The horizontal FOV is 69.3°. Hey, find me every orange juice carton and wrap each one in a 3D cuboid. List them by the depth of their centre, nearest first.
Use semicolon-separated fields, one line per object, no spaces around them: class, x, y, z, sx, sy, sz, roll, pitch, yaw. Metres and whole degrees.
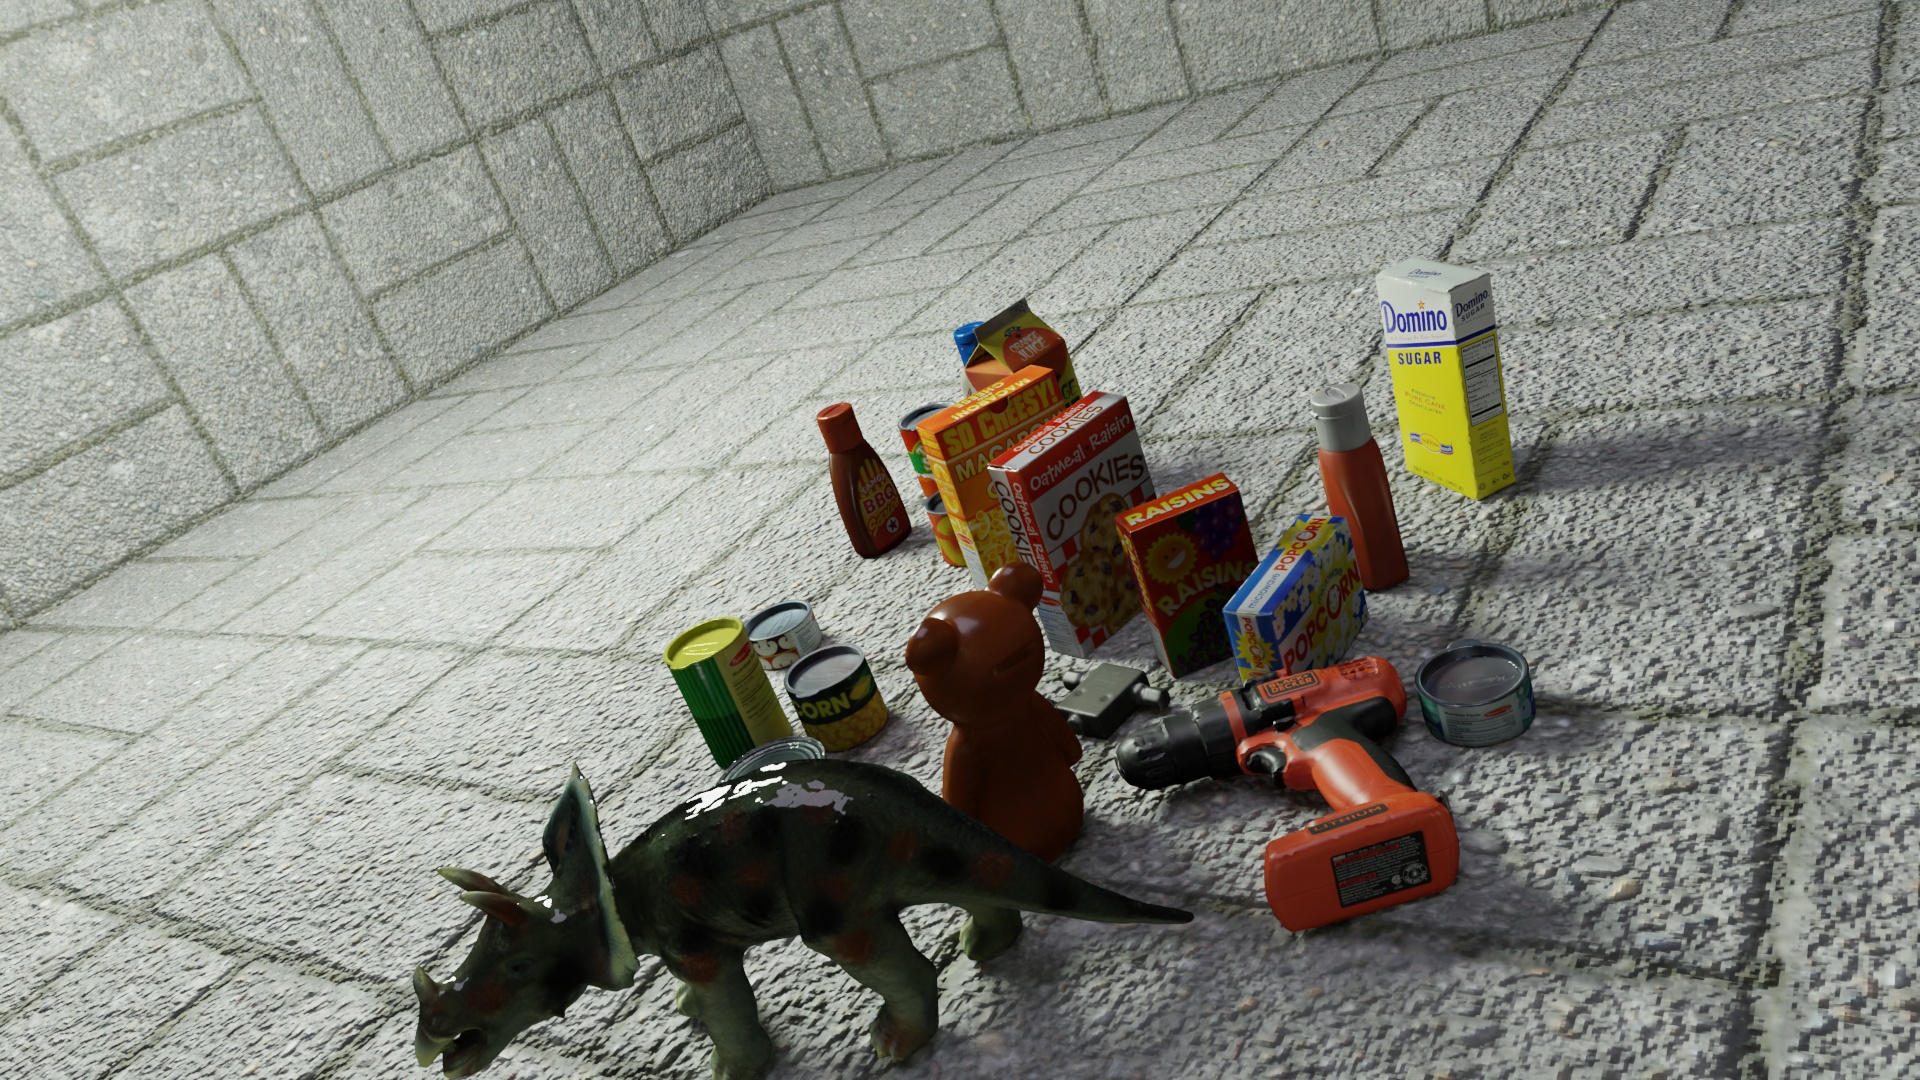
orange juice carton;0.066;-0.126;1.305;0.072;0.192;0.073;-35;28;-30

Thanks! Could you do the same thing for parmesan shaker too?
parmesan shaker;-0.183;0.121;1.084;0.071;0.102;0.071;-17;24;8

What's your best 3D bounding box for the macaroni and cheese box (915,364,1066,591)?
macaroni and cheese box;0.047;-0.049;1.188;0.124;0.165;0.040;-29;25;-20

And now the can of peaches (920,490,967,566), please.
can of peaches;0.005;-0.016;1.285;0.071;0.058;0.071;-17;24;8

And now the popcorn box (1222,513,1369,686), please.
popcorn box;0.229;0.050;0.939;0.038;0.085;0.127;2;32;40

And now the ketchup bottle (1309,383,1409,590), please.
ketchup bottle;0.286;-0.040;1.005;0.043;0.148;0.065;-20;24;0

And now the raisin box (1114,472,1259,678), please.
raisin box;0.169;0.025;0.990;0.086;0.123;0.040;-22;24;-3

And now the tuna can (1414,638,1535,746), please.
tuna can;0.314;0.092;0.848;0.071;0.032;0.071;-17;24;8

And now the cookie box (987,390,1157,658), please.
cookie box;0.098;-0.013;1.073;0.123;0.166;0.040;-36;28;-31

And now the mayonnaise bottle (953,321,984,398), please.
mayonnaise bottle;0.032;-0.153;1.443;0.064;0.147;0.041;-9;26;24

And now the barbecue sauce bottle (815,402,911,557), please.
barbecue sauce bottle;-0.098;-0.061;1.347;0.043;0.148;0.065;5;34;44

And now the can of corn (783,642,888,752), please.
can of corn;-0.096;0.123;1.069;0.071;0.058;0.071;-17;24;8

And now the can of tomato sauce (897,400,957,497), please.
can of tomato sauce;-0.020;-0.093;1.435;0.071;0.082;0.071;-17;24;8

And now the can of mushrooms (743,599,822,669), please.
can of mushrooms;-0.160;0.083;1.232;0.071;0.033;0.071;-17;24;8
